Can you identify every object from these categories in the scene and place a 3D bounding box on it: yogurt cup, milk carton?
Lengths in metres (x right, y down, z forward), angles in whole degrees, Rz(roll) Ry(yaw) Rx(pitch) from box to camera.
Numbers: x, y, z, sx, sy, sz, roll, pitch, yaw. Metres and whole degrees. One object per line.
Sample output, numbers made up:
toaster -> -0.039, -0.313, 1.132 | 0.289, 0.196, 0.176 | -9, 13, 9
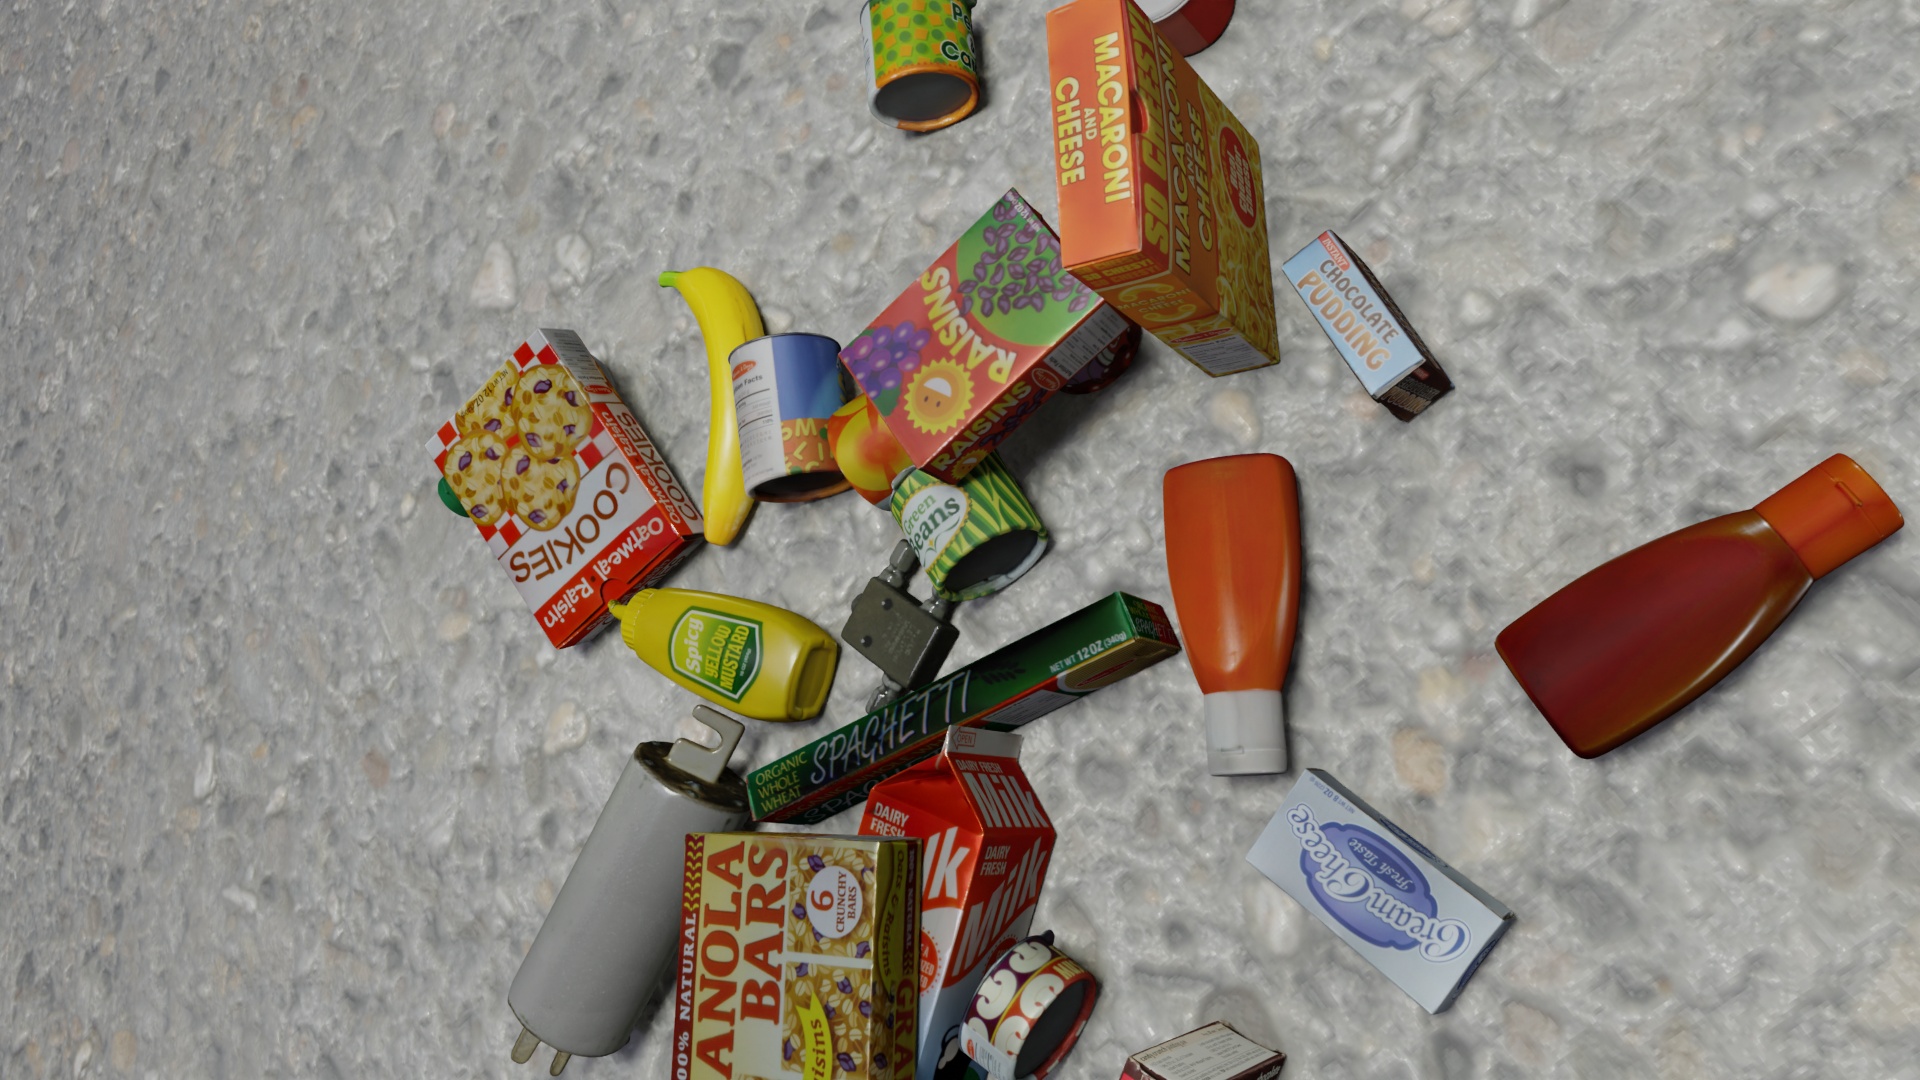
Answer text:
yogurt cup -> 0.110, -0.293, 0.734 | 0.072, 0.054, 0.072 | -7, 76, 31
milk carton -> -0.013, 0.187, 0.697 | 0.073, 0.072, 0.190 | 15, 88, 34

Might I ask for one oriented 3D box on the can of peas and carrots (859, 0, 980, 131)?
can of peas and carrots -> -0.021, -0.281, 0.809 | 0.071, 0.071, 0.059 | -14, 73, 30

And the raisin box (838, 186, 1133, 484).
raisin box -> 0.010, -0.100, 0.689 | 0.123, 0.040, 0.086 | -42, 64, 13

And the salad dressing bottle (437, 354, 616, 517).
salad dressing bottle -> -0.300, -0.071, 0.954 | 0.147, 0.044, 0.064 | -37, 67, 22

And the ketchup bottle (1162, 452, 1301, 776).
ketchup bottle -> 0.131, 0.036, 0.656 | 0.064, 0.043, 0.149 | -9, 75, 32

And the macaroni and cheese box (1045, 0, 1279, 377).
macaroni and cheese box -> 0.098, -0.159, 0.645 | 0.040, 0.166, 0.124 | -10, 75, 30

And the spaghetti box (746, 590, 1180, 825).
spaghetti box -> -0.006, 0.093, 0.726 | 0.249, 0.050, 0.029 | -29, 64, 25

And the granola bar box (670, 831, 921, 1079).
granola bar box -> -0.081, 0.225, 0.665 | 0.124, 0.039, 0.166 | -6, 76, 33

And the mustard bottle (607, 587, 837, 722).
mustard bottle -> -0.151, 0.060, 0.818 | 0.160, 0.049, 0.065 | 14, 88, 27

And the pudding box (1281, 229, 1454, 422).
pudding box -> 0.189, -0.099, 0.645 | 0.030, 0.049, 0.084 | -38, 62, 23

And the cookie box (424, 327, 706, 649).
cookie box -> -0.253, -0.033, 0.889 | 0.122, 0.040, 0.167 | -39, 80, 20

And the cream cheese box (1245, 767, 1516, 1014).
cream cheese box -> 0.182, 0.152, 0.610 | 0.104, 0.024, 0.053 | 38, 102, 33

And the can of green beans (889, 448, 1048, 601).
can of green beans -> 0.004, -0.009, 0.732 | 0.071, 0.071, 0.058 | -40, 62, 19

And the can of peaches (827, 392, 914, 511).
can of peaches -> -0.033, -0.059, 0.766 | 0.058, 0.071, 0.071 | -32, 65, 24

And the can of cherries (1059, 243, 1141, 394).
can of cherries -> 0.056, -0.115, 0.728 | 0.071, 0.058, 0.071 | -8, 75, 31

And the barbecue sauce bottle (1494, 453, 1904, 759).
barbecue sauce bottle -> 0.295, 0.023, 0.555 | 0.148, 0.043, 0.065 | -39, 62, 19

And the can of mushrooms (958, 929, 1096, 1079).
can of mushrooms -> 0.034, 0.224, 0.664 | 0.033, 0.071, 0.071 | 29, 96, 33

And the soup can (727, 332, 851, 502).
soup can -> -0.095, -0.070, 0.809 | 0.071, 0.071, 0.084 | -16, 76, 29
